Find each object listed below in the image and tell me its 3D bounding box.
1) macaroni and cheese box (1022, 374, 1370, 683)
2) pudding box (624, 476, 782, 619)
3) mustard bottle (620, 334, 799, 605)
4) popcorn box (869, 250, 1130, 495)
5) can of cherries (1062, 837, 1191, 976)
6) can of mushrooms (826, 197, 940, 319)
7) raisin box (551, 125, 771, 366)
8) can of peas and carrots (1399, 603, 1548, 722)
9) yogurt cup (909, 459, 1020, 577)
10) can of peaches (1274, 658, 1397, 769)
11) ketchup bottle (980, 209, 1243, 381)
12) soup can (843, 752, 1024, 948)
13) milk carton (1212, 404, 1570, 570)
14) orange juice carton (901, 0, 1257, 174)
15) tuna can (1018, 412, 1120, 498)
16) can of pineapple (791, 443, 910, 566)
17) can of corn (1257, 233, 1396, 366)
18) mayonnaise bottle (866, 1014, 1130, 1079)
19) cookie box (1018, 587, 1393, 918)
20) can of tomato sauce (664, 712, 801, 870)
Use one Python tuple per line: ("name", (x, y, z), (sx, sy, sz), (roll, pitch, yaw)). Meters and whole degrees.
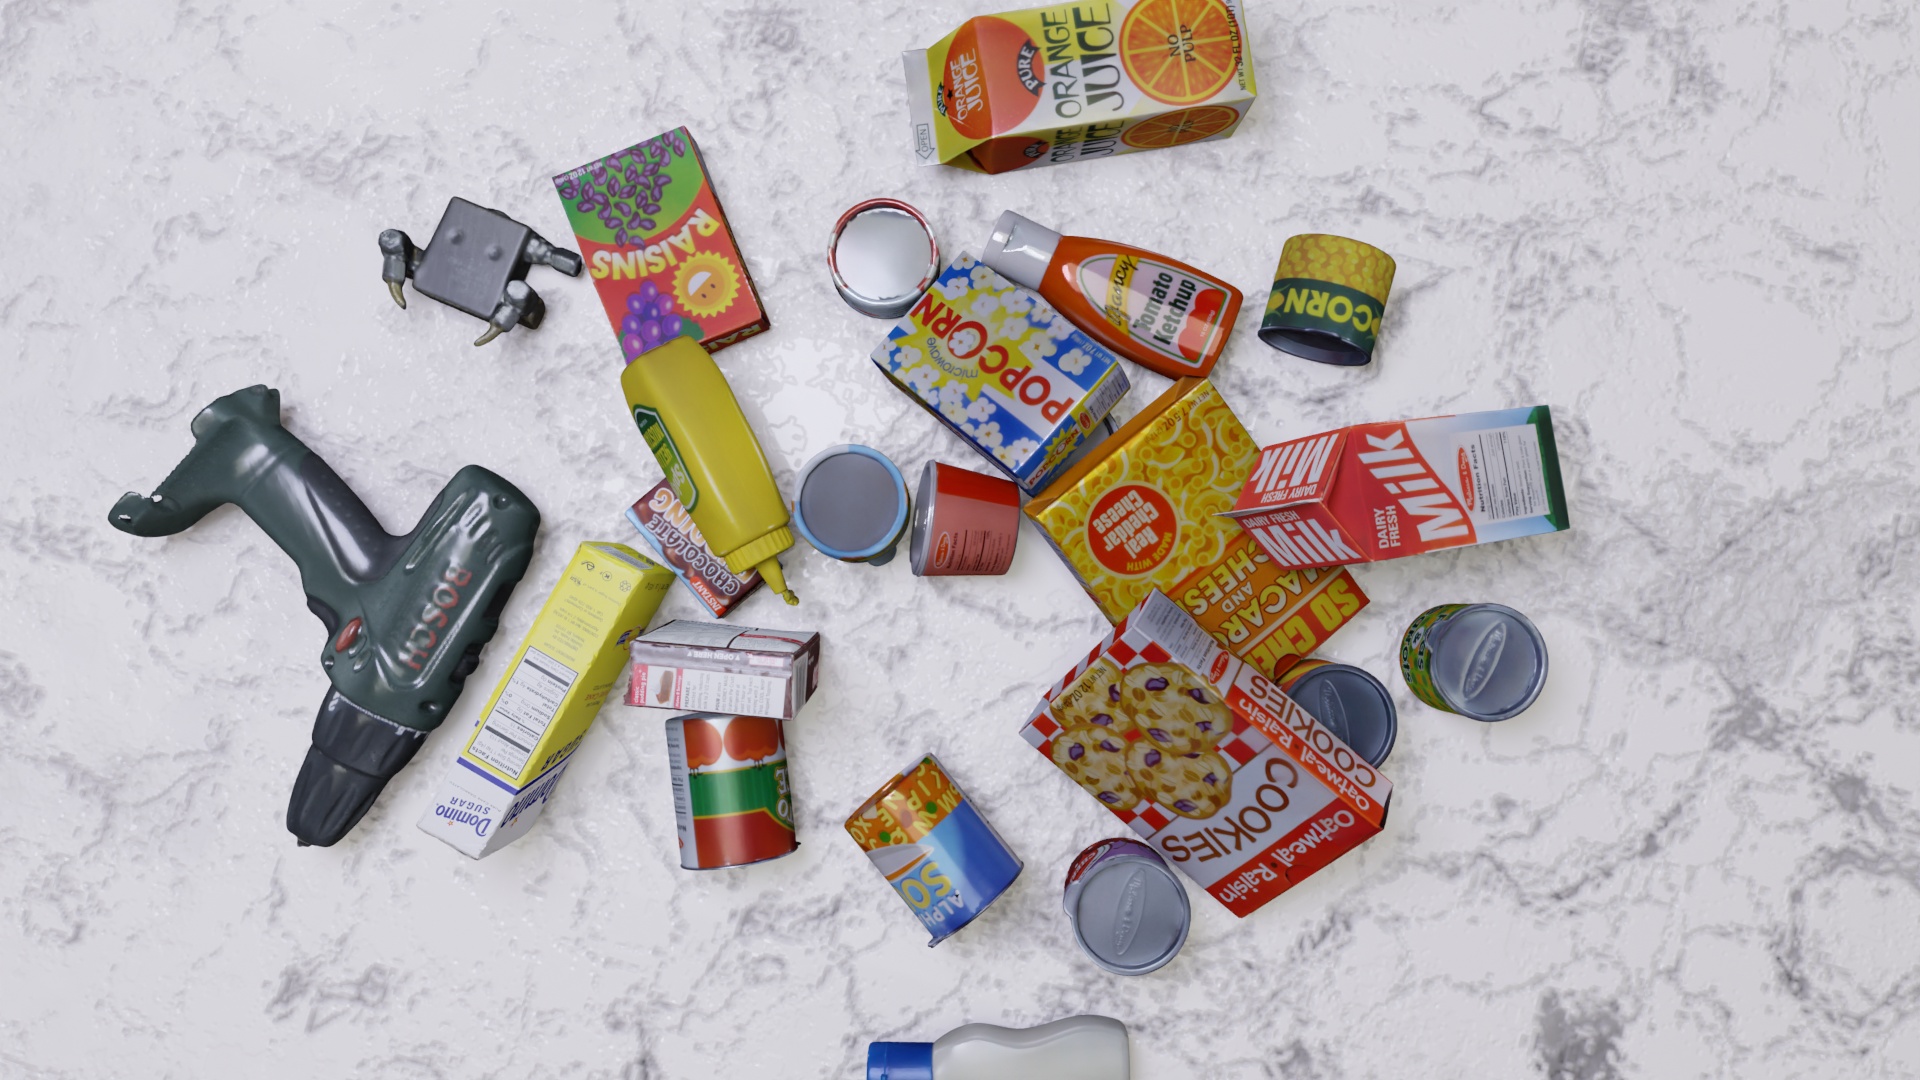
("macaroni and cheese box", (0.135, 0.009, 0.789), (0.124, 0.040, 0.166), (-39, 102, -2))
("pudding box", (-0.150, 0.000, 0.811), (0.049, 0.030, 0.084), (-40, 88, -2))
("mustard bottle", (-0.131, -0.033, 0.768), (0.049, 0.065, 0.160), (-29, 91, -25))
("popcorn box", (0.022, -0.096, 0.788), (0.127, 0.038, 0.085), (41, 88, 28))
("can of cherries", (0.091, 0.205, 0.790), (0.071, 0.058, 0.071), (0, 89, 0))
("can of mushrooms", (-0.045, -0.168, 0.818), (0.071, 0.033, 0.071), (0, 88, 0))
("raisin box", (-0.174, -0.167, 0.814), (0.086, 0.040, 0.123), (-22, 87, -2))
("can of peas and carrots", (0.291, 0.068, 0.797), (0.071, 0.058, 0.071), (0, 87, 0))
("yogurt cup", (0.003, -0.010, 0.797), (0.054, 0.072, 0.072), (7, 88, -8))
("can of peaches", (0.206, 0.102, 0.796), (0.071, 0.058, 0.071), (0, 88, 0))
("ketchup bottle", (0.086, -0.147, 0.813), (0.149, 0.043, 0.065), (25, 87, 1))
("soup can", (-0.017, 0.174, 0.785), (0.071, 0.071, 0.084), (-40, 88, -2))
("milk carton", (0.234, -0.027, 0.758), (0.191, 0.072, 0.073), (-8, 88, -28))
("orange juice carton", (0.065, -0.264, 0.803), (0.193, 0.073, 0.072), (-9, 88, 0))
("tuna can", (0.062, -0.053, 0.814), (0.071, 0.033, 0.071), (0, 88, 0))
("can of pineapple", (-0.060, -0.019, 0.798), (0.071, 0.058, 0.071), (0, 88, -1))
("can of corn", (0.212, -0.139, 0.800), (0.071, 0.071, 0.058), (16, 87, 0))
("mayonnaise bottle", (0.021, 0.305, 0.794), (0.148, 0.041, 0.065), (0, 86, 1))
("cookie box", (0.132, 0.122, 0.767), (0.167, 0.122, 0.040), (40, 43, 1))
("can of tomato sauce", (-0.128, 0.138, 0.787), (0.071, 0.071, 0.083), (-7, 87, -1))
